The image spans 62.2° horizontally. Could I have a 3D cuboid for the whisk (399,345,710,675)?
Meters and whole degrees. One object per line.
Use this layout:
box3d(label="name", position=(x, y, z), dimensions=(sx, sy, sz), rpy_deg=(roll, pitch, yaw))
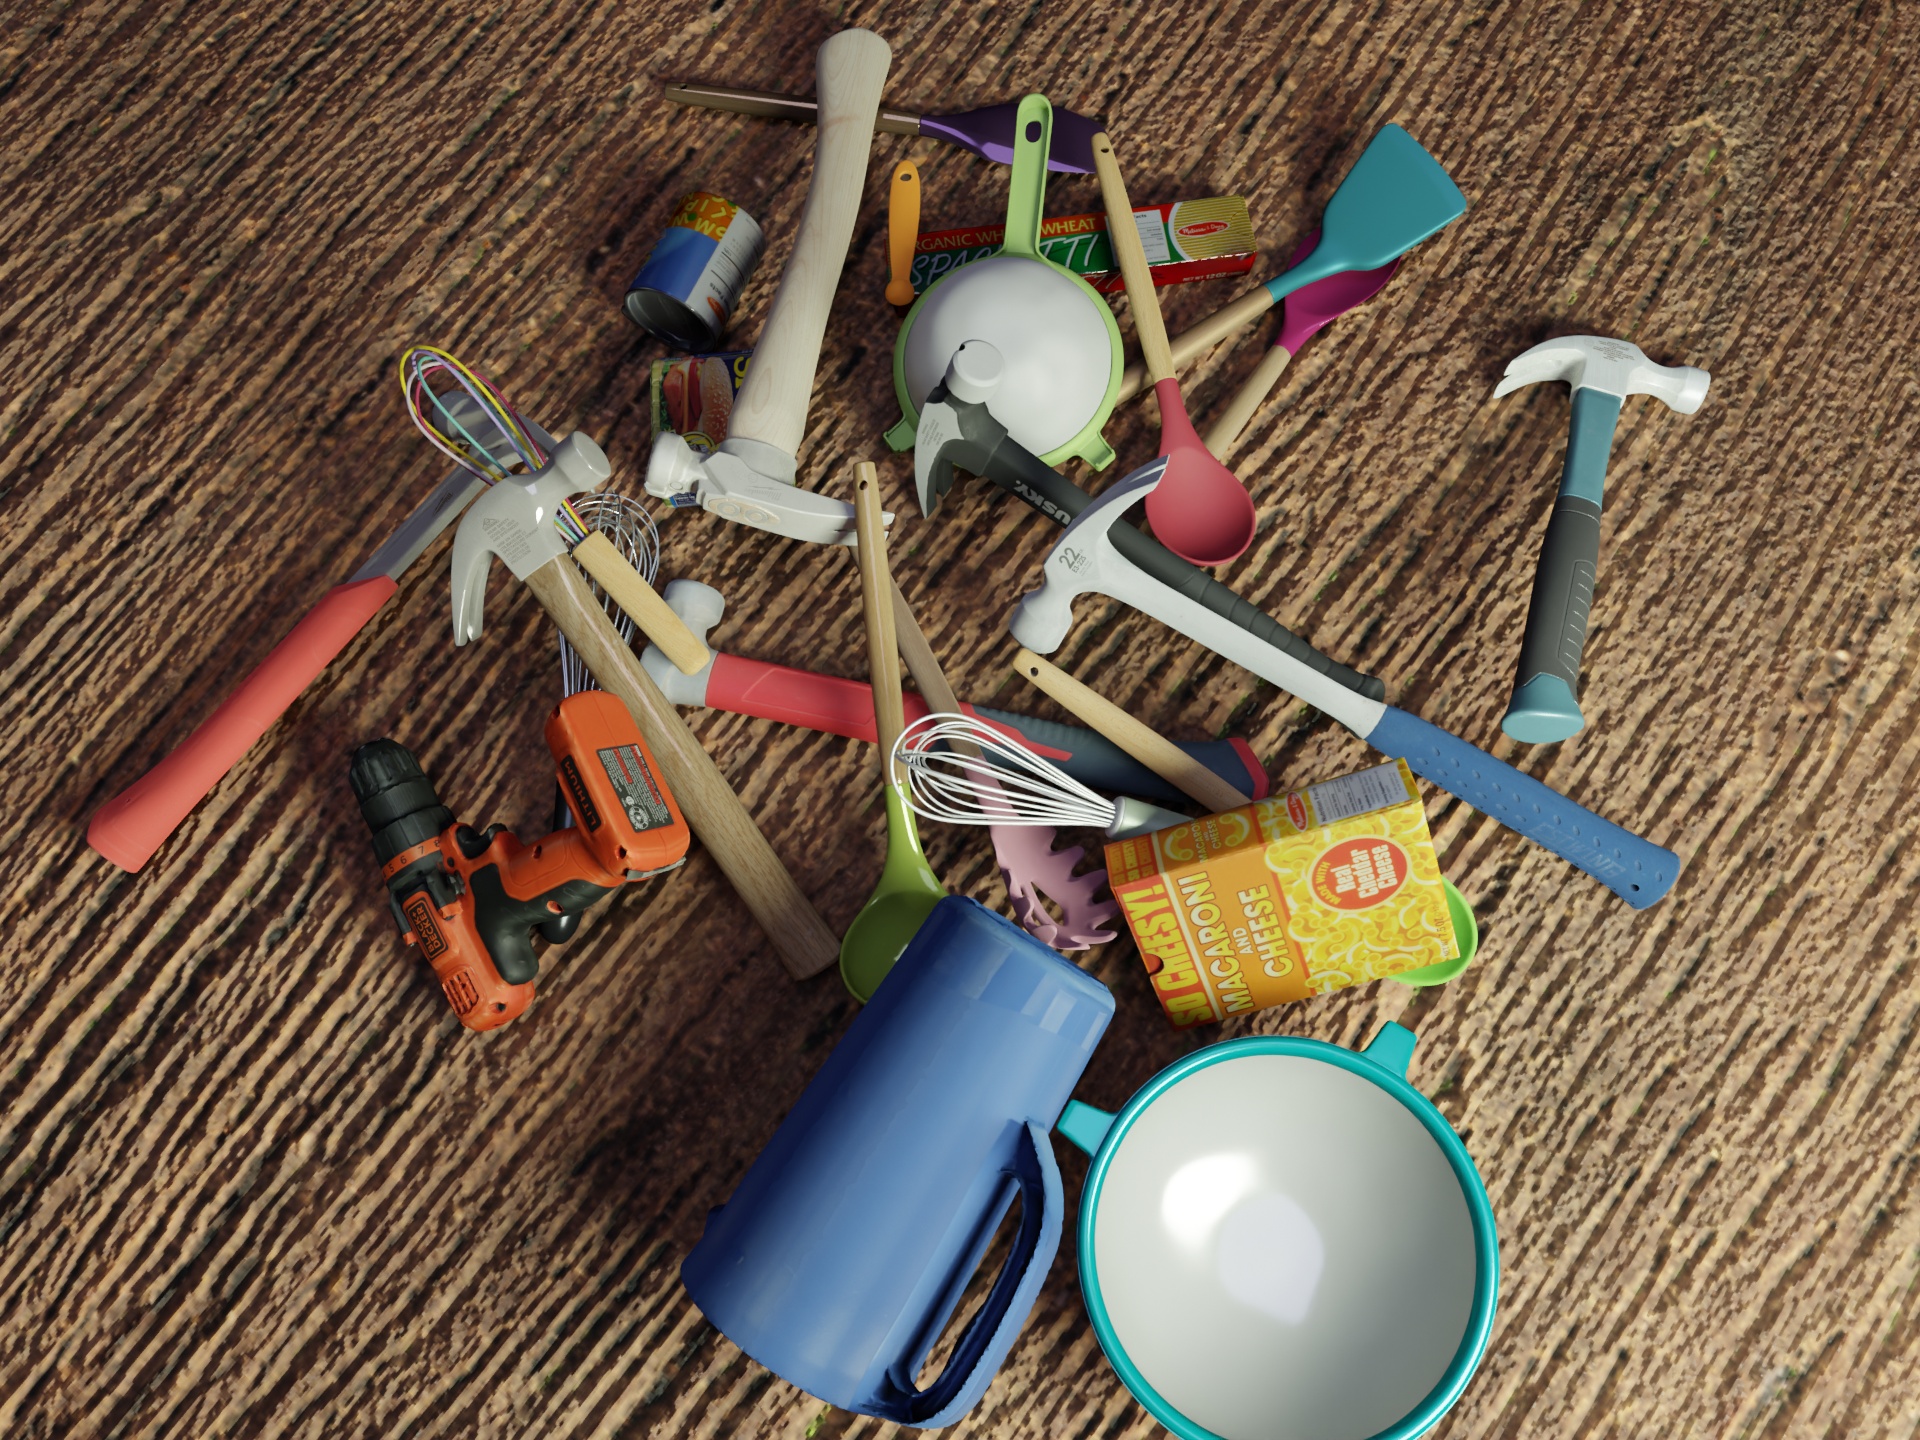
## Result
box3d(label="whisk", position=(-0.237, -0.120, 0.932), dimensions=(0.047, 0.051, 0.245), rpy_deg=(-40, 101, 8))

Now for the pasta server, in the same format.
box3d(label="pasta server", position=(-0.001, -0.003, 0.929), dimensions=(0.060, 0.040, 0.316), rpy_deg=(-14, 68, -38))

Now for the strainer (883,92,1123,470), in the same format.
box3d(label="strainer", position=(0.035, -0.288, 1.018), dimensions=(0.151, 0.069, 0.256), rpy_deg=(6, 85, 6))

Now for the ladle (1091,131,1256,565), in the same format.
box3d(label="ladle", position=(0.125, -0.242, 1.026), dimensions=(0.069, 0.031, 0.316), rpy_deg=(-10, 76, -9))

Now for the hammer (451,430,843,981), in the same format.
box3d(label="hammer", position=(-0.174, 0.008, 0.911), dimensions=(0.130, 0.031, 0.331), rpy_deg=(-32, 95, 15))

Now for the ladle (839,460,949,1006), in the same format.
box3d(label="ladle", position=(-0.042, 0.010, 0.908), dimensions=(0.078, 0.062, 0.320), rpy_deg=(-6, 90, 10))

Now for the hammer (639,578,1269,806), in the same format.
box3d(label="hammer", position=(-0.010, 0.019, 0.961), dimensions=(0.386, 0.038, 0.143), rpy_deg=(12, 72, 4))

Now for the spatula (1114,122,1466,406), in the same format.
box3d(label="spatula", position=(0.181, -0.275, 1.050), dimensions=(0.317, 0.044, 0.082), rpy_deg=(-34, 75, -5))

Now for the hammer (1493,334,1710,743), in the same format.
box3d(label="hammer", position=(0.376, -0.119, 0.970), dimensions=(0.128, 0.033, 0.331), rpy_deg=(19, 57, 7))

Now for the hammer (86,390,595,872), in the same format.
box3d(label="hammer", position=(-0.383, -0.051, 0.971), dimensions=(0.149, 0.036, 0.359), rpy_deg=(31, 75, 36))

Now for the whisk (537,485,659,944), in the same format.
box3d(label="whisk", position=(-0.228, -0.006, 0.966), dimensions=(0.070, 0.070, 0.285), rpy_deg=(4, 76, 2))

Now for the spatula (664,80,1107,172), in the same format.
box3d(label="spatula", position=(-0.053, -0.428, 1.129), dimensions=(0.316, 0.018, 0.060), rpy_deg=(8, 66, 2))

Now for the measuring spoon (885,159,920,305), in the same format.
box3d(label="measuring spoon", position=(-0.039, -0.330, 1.065), dimensions=(0.021, 0.011, 0.117), rpy_deg=(1, 69, 2))

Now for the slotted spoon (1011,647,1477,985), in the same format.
box3d(label="slotted spoon", position=(0.162, 0.050, 0.921), dimensions=(0.314, 0.031, 0.070), rpy_deg=(34, 108, -1))

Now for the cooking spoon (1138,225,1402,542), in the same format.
box3d(label="cooking spoon", position=(0.199, -0.226, 1.056), dimensions=(0.069, 0.017, 0.319), rpy_deg=(29, 73, 25))

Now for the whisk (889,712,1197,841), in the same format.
box3d(label="whisk", position=(0.078, 0.052, 0.880), dimensions=(0.246, 0.058, 0.059), rpy_deg=(18, 89, -10))

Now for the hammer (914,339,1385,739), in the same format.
box3d(label="hammer", position=(0.116, -0.093, 0.970), dimensions=(0.335, 0.146, 0.035), rpy_deg=(35, 63, -1))

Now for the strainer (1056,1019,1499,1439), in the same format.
box3d(label="strainer", position=(0.181, 0.337, 0.821), dimensions=(0.211, 0.095, 0.341), rpy_deg=(-14, 73, -1))

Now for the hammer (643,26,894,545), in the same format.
box3d(label="hammer", position=(-0.084, -0.295, 1.027), dimensions=(0.146, 0.038, 0.411), rpy_deg=(14, 61, -9))

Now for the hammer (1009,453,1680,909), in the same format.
box3d(label="hammer", position=(0.234, -0.008, 0.921), dimensions=(0.405, 0.144, 0.035), rpy_deg=(29, 39, -1))
